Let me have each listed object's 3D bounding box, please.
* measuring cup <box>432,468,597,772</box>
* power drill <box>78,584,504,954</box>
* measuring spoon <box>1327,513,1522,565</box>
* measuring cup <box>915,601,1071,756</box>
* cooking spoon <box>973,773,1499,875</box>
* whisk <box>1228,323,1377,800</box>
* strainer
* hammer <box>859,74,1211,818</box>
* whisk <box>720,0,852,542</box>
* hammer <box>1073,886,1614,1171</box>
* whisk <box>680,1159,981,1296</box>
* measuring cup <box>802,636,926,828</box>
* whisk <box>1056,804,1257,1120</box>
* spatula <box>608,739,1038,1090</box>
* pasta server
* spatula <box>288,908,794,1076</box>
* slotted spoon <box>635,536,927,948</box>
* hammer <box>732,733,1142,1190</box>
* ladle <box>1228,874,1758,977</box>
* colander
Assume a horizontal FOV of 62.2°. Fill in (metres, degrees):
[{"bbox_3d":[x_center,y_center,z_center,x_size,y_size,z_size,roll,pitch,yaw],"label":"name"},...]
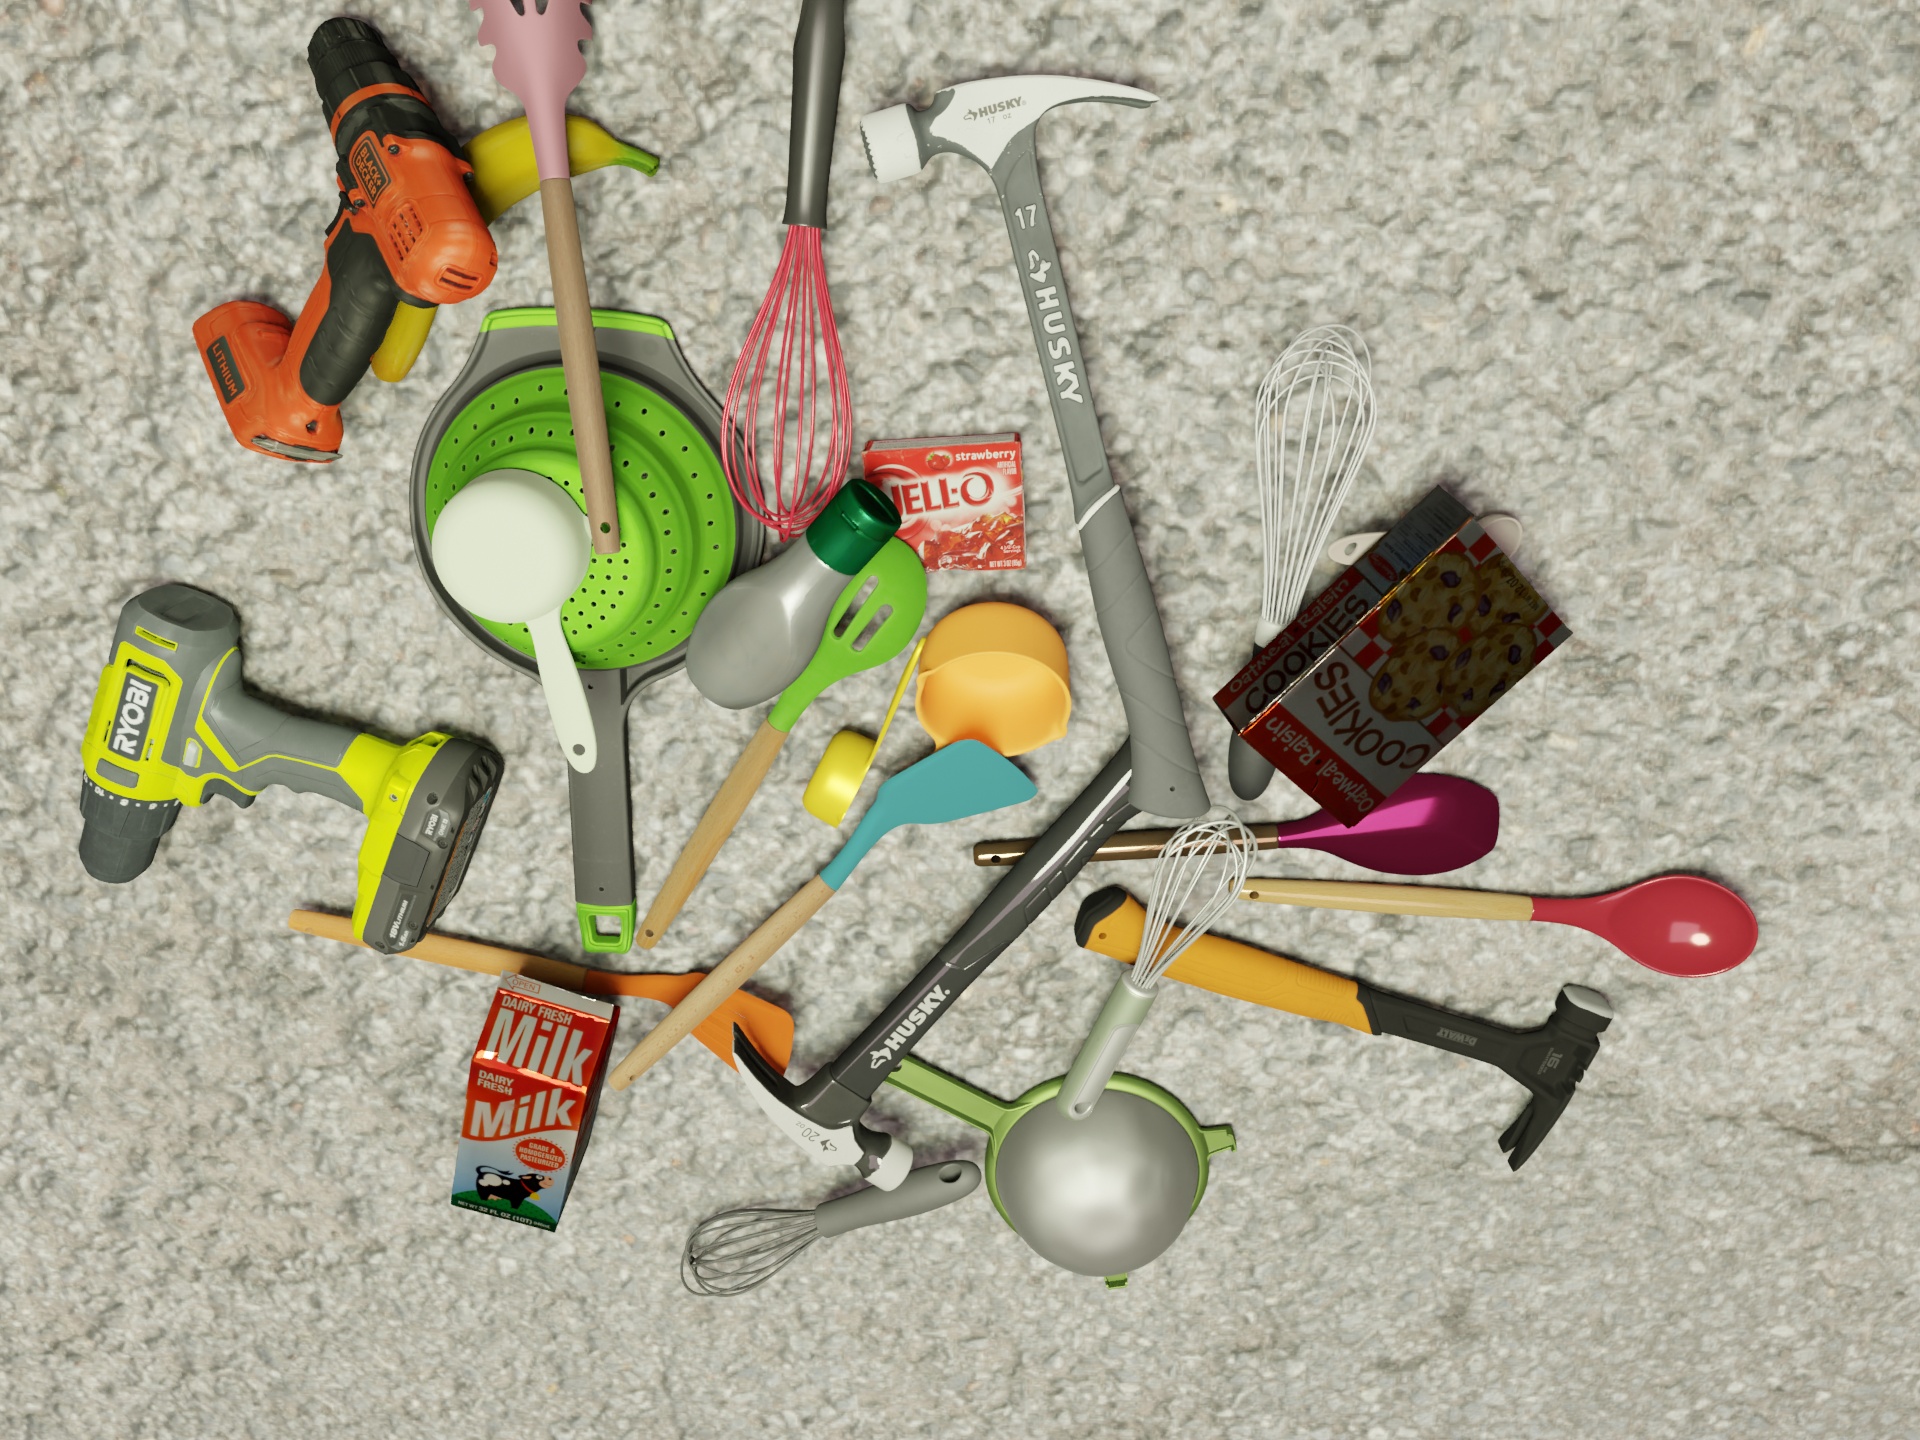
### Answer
[{"bbox_3d":[-0.220,-0.045,0.820,0.083,0.038,0.167,-11,108,6],"label":"measuring cup"},{"bbox_3d":[-0.410,0.048,0.950,0.228,0.080,0.190,24,111,-5],"label":"power drill"},{"bbox_3d":[0.254,-0.099,0.878,0.124,0.018,0.034,-4,126,-19],"label":"measuring spoon"},{"bbox_3d":[-0.001,-0.003,0.933,0.095,0.052,0.173,21,137,-20],"label":"measuring cup"},{"bbox_3d":[0.167,0.073,0.968,0.319,0.017,0.068,-4,112,4],"label":"cooking spoon"},{"bbox_3d":[0.183,-0.080,0.891,0.070,0.070,0.284,5,117,0],"label":"whisk"},{"bbox_3d":[0.045,0.284,1.029,0.256,0.069,0.151,29,110,-11],"label":"strainer"},{"bbox_3d":[0.073,-0.136,0.852,0.149,0.036,0.408,-16,105,-1],"label":"hammer"},{"bbox_3d":[-0.084,-0.239,0.834,0.073,0.073,0.295,7,107,-1],"label":"whisk"},{"bbox_3d":[0.230,0.181,1.001,0.337,0.034,0.127,18,110,-5],"label":"hammer"},{"bbox_3d":[-0.089,0.331,1.047,0.239,0.055,0.055,-25,109,22],"label":"whisk"},{"bbox_3d":[-0.056,0.001,0.906,0.029,0.062,0.156,25,134,-3],"label":"measuring cup"},{"bbox_3d":[0.112,0.152,0.952,0.057,0.059,0.246,6,123,-29],"label":"whisk"},{"bbox_3d":[-0.094,0.121,0.952,0.317,0.044,0.082,-44,139,6],"label":"spatula"},{"bbox_3d":[-0.199,-0.241,0.799,0.060,0.040,0.316,-8,96,-10],"label":"pasta server"},{"bbox_3d":[-0.263,0.165,1.003,0.322,0.041,0.081,13,129,-6],"label":"spatula"},{"bbox_3d":[-0.117,0.023,0.932,0.070,0.031,0.313,35,114,0],"label":"slotted spoon"},{"bbox_3d":[0.004,0.133,0.956,0.146,0.035,0.334,37,102,-20],"label":"hammer"},{"bbox_3d":[0.323,0.115,0.976,0.315,0.031,0.069,4,112,2],"label":"ladle"},{"bbox_3d":[-0.217,-0.026,0.902,0.204,0.095,0.397,2,112,1],"label":"colander"}]
